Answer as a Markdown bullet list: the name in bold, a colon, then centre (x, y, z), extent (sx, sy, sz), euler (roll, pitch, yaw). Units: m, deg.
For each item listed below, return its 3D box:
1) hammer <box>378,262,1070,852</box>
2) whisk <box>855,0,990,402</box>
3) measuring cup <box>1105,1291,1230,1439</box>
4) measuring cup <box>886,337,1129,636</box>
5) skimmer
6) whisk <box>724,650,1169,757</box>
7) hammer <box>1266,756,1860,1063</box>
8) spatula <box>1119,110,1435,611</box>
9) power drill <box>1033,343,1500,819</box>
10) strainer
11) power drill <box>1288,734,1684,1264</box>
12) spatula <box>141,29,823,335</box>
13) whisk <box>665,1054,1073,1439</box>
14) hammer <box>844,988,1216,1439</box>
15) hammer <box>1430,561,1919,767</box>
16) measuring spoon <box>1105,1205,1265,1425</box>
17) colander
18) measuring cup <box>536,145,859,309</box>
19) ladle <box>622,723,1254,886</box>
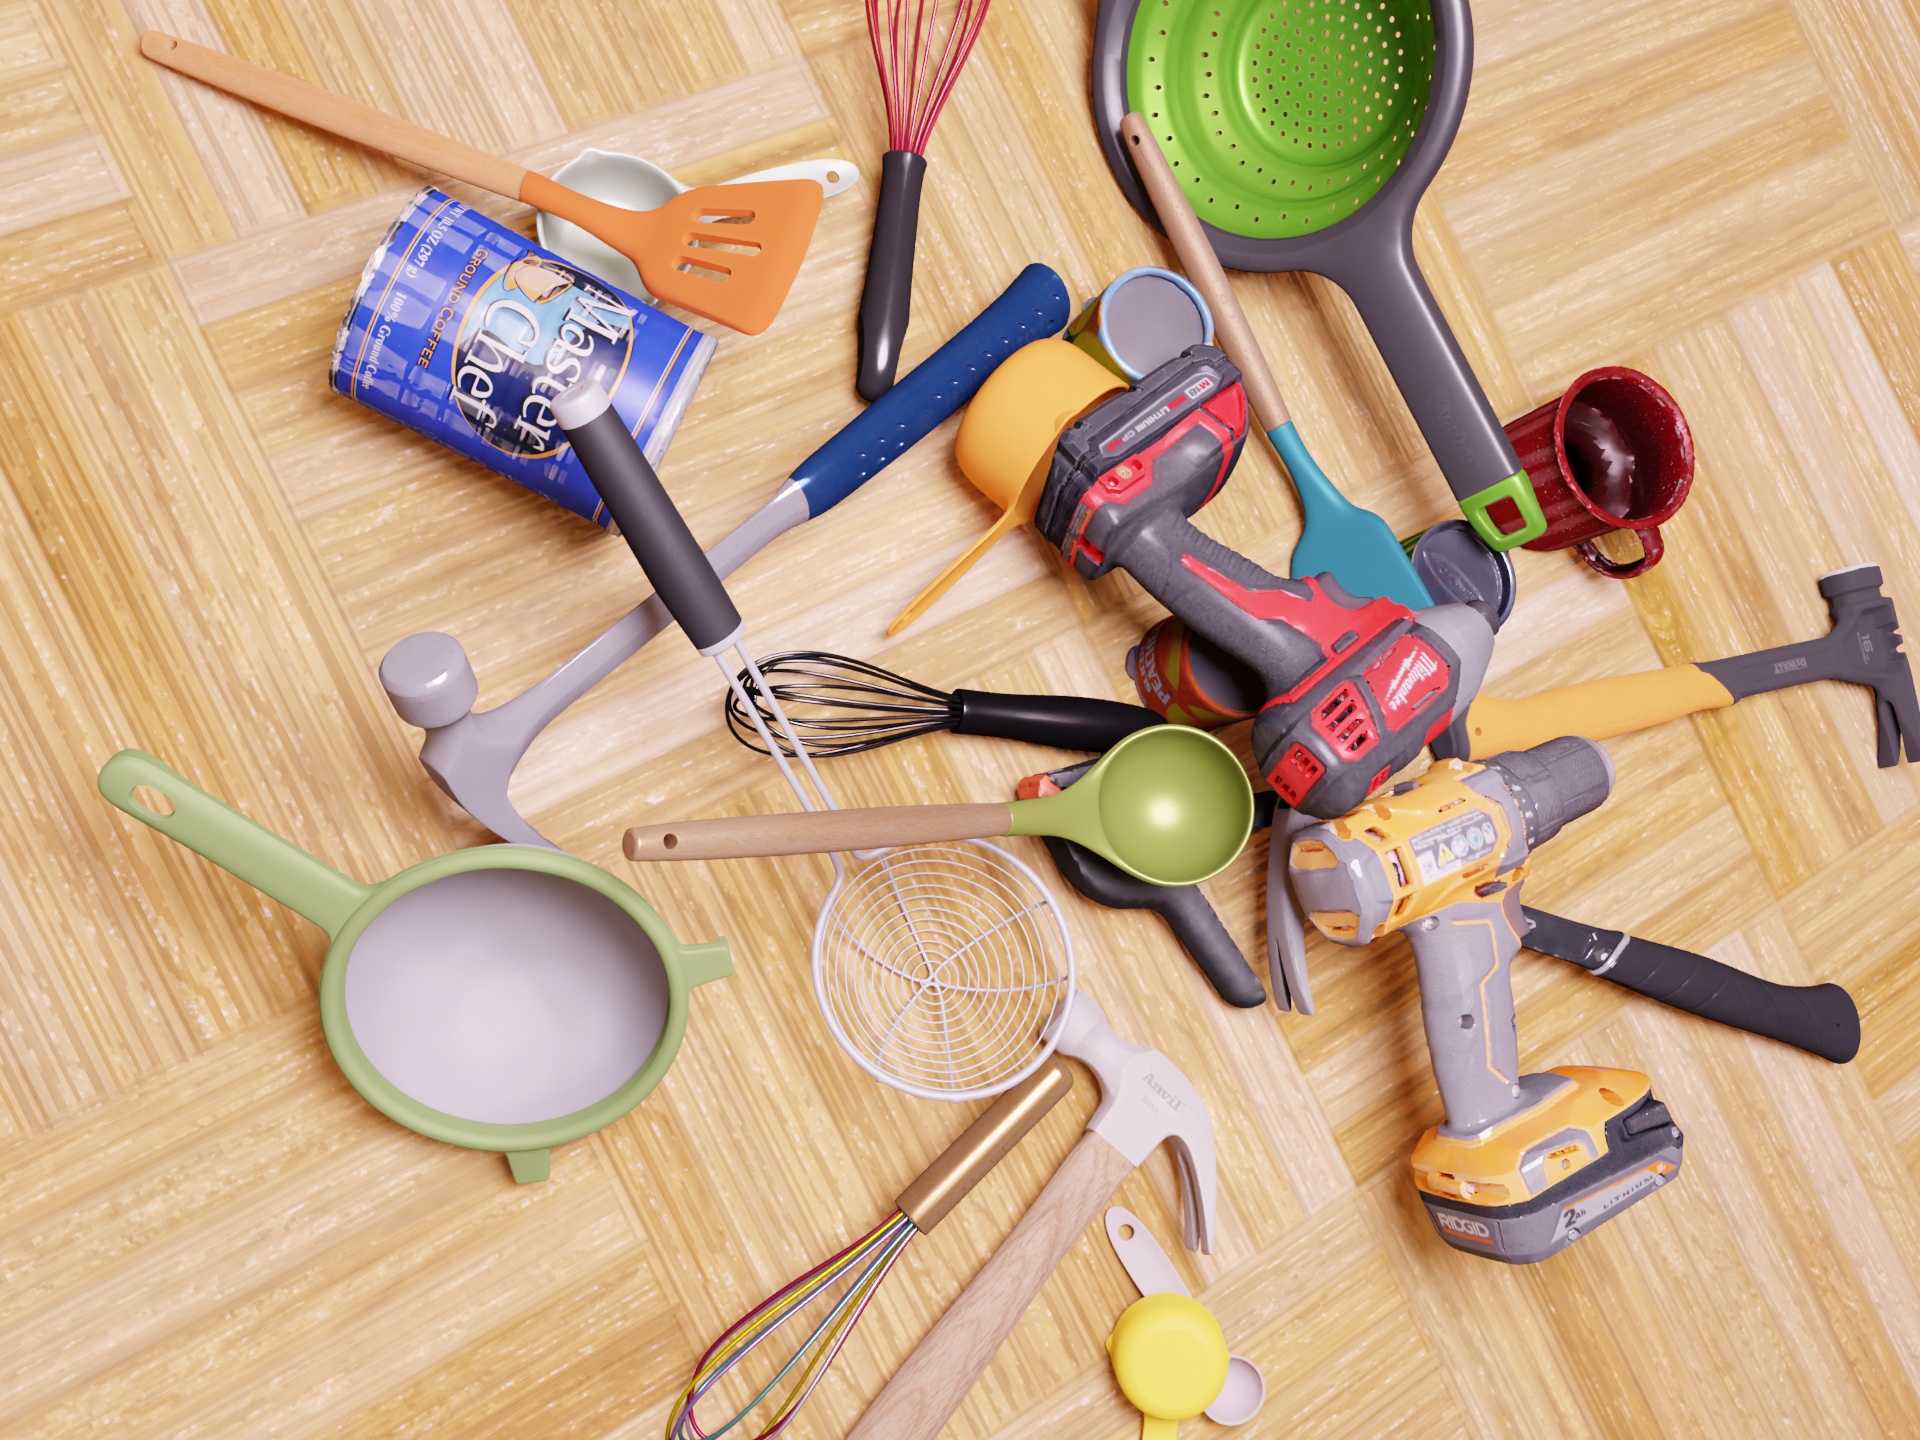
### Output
- **hammer**: centre (-0.085, -0.094, 0.755), extent (0.035, 0.143, 0.405), euler (32, 60, 27)
- **whisk**: centre (-0.026, -0.309, 0.823), extent (0.073, 0.073, 0.296), euler (9, 85, -17)
- **measuring cup**: centre (0.097, 0.361, 0.771), extent (0.062, 0.029, 0.156), euler (6, 84, 2)
- **measuring cup**: centre (0.009, -0.119, 0.800), extent (0.052, 0.095, 0.173), euler (44, 88, 13)
- **skimmer**: centre (-0.060, 0.016, 0.687), extent (0.127, 0.090, 0.363), euler (-42, 124, -23)
- **whisk**: centre (-0.001, -0.001, 0.793), extent (0.239, 0.055, 0.055), euler (5, 81, -22)
- **hammer**: centre (0.341, 0.128, 0.873), extent (0.408, 0.036, 0.149), euler (18, 80, -19)
- **spatula**: centre (0.158, -0.180, 0.854), extent (0.044, 0.082, 0.317), euler (-32, 96, -54)
- **power drill**: centre (0.152, -0.070, 0.770), extent (0.143, 0.078, 0.220), euler (-36, 74, -22)
- **strainer**: centre (-0.234, 0.079, 0.674), extent (0.256, 0.069, 0.151), euler (37, 104, -20)
- **power drill**: centre (0.278, 0.126, 0.791), extent (0.185, 0.084, 0.226), euler (-21, 91, -23)
- **spatula**: centre (-0.223, -0.258, 0.726), extent (0.322, 0.041, 0.081), euler (20, 79, -1)
- **whisk**: centre (-0.038, 0.246, 0.730), extent (0.245, 0.051, 0.047), euler (-42, 93, -14)
- **hammer**: centre (0.003, 0.295, 0.752), extent (0.130, 0.031, 0.331), euler (41, 74, -1)
- **hammer**: centre (0.424, -0.009, 0.936), extent (0.336, 0.034, 0.127), euler (-10, 84, -19)
- **measuring spoon**: centre (0.110, 0.297, 0.801), extent (0.034, 0.018, 0.124), euler (-34, 86, -5)
- **colander**: centre (0.220, -0.278, 0.857), extent (0.094, 0.204, 0.397), euler (-33, 95, -51)
- **measuring cup**: centre (-0.129, -0.248, 0.791), extent (0.167, 0.038, 0.083), euler (-21, 89, -22)
- **ladle**: centre (0.006, 0.043, 0.687), extent (0.320, 0.062, 0.078), euler (-1, 81, -40)
